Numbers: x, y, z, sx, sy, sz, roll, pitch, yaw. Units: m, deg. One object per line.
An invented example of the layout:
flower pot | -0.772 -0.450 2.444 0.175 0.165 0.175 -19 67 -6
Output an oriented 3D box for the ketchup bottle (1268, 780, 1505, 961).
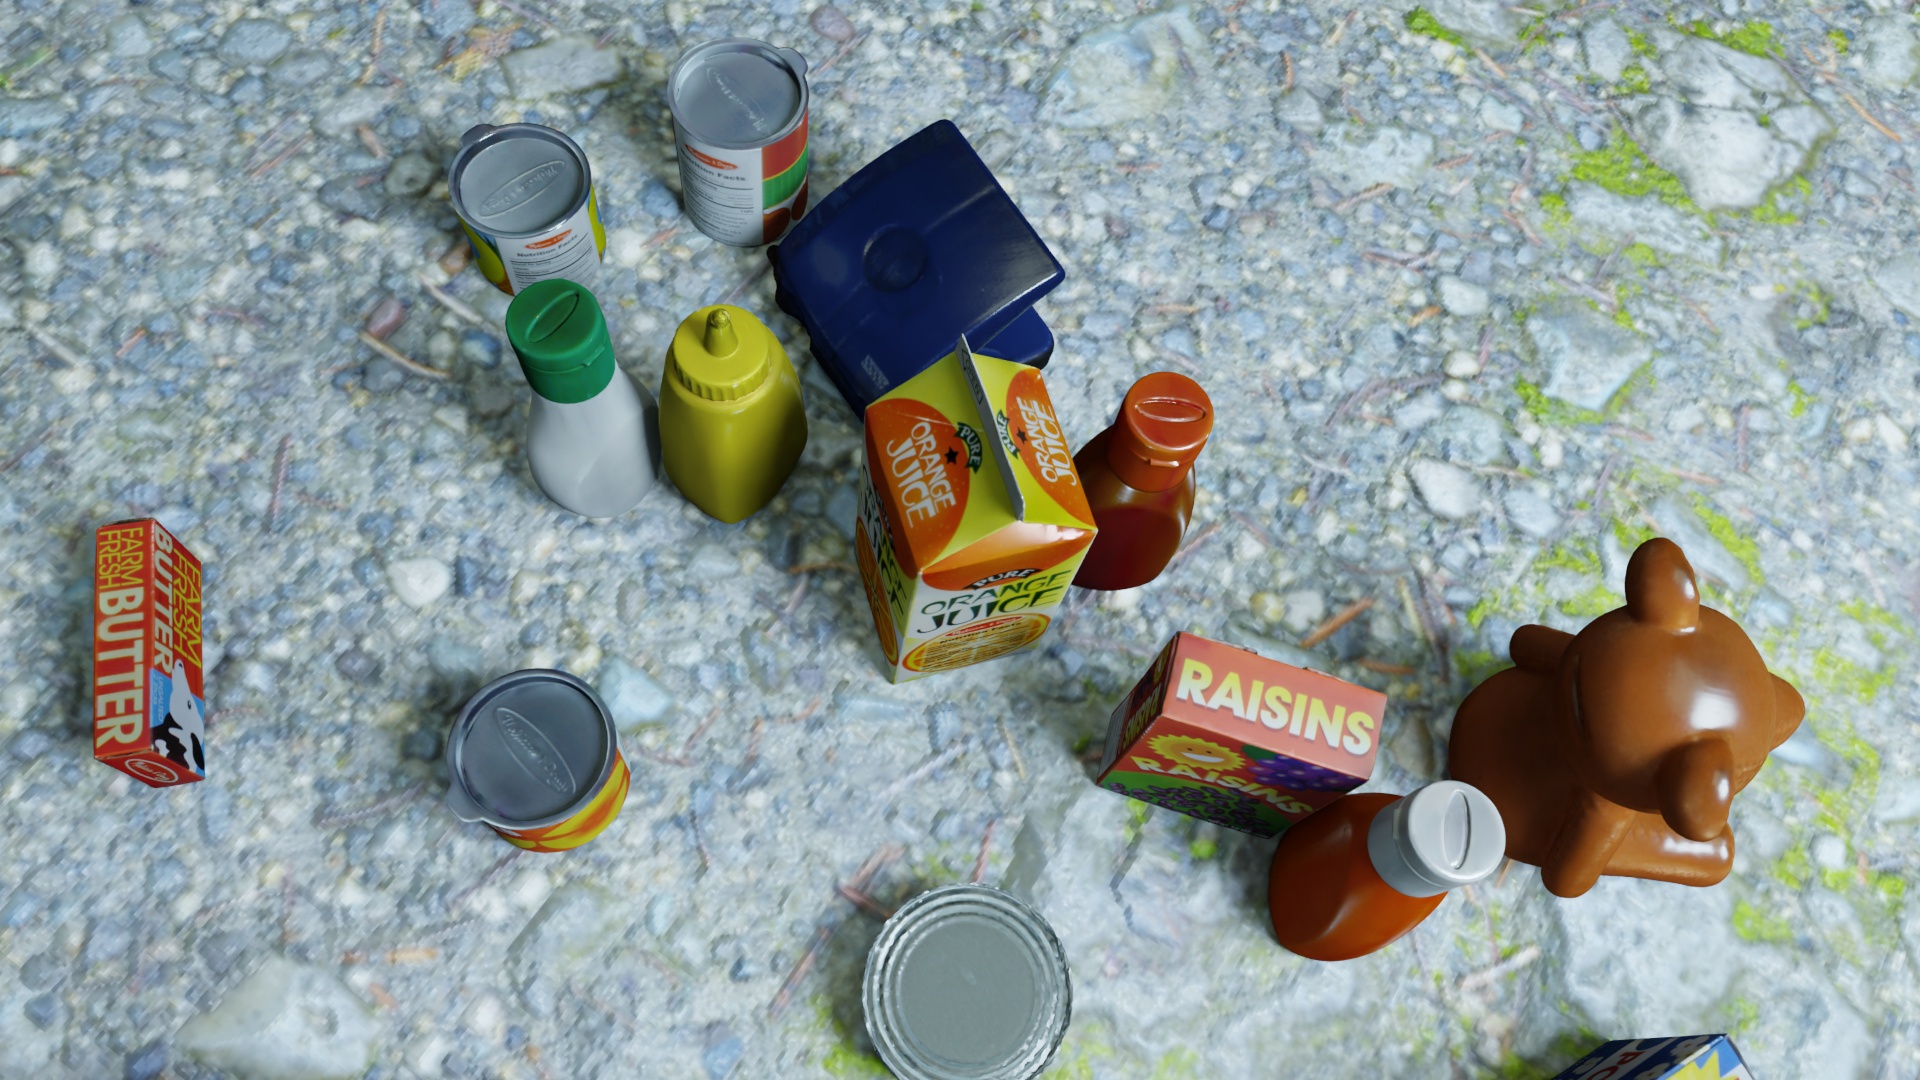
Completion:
ketchup bottle | 0.165 0.129 0.553 0.043 0.148 0.065 12 67 -1

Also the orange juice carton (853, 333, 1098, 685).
orange juice carton | 0.002 -0.007 0.568 0.073 0.192 0.072 -14 70 -11

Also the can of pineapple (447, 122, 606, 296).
can of pineapple | -0.211 -0.162 0.681 0.071 0.057 0.071 2 68 -5

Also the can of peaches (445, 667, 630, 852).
can of peaches | -0.176 0.094 0.579 0.071 0.057 0.071 2 68 -5

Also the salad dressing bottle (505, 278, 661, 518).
salad dressing bottle | -0.161 -0.058 0.595 0.044 0.147 0.064 35 69 8

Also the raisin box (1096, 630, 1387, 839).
raisin box | 0.113 0.084 0.580 0.086 0.123 0.040 18 67 1

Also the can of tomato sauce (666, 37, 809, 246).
can of tomato sauce | -0.108 -0.198 0.694 0.071 0.082 0.071 2 68 -5

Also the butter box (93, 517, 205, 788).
butter box | -0.340 0.047 0.583 0.024 0.053 0.104 -9 69 -10

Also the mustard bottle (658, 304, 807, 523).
mustard bottle | -0.099 -0.061 0.597 0.049 0.159 0.065 38 69 9

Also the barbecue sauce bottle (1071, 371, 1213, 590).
barbecue sauce bottle | 0.074 -0.022 0.606 0.065 0.148 0.044 6 68 -4

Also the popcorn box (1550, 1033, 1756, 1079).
popcorn box | 0.243 0.244 0.549 0.127 0.085 0.038 -25 73 -15
